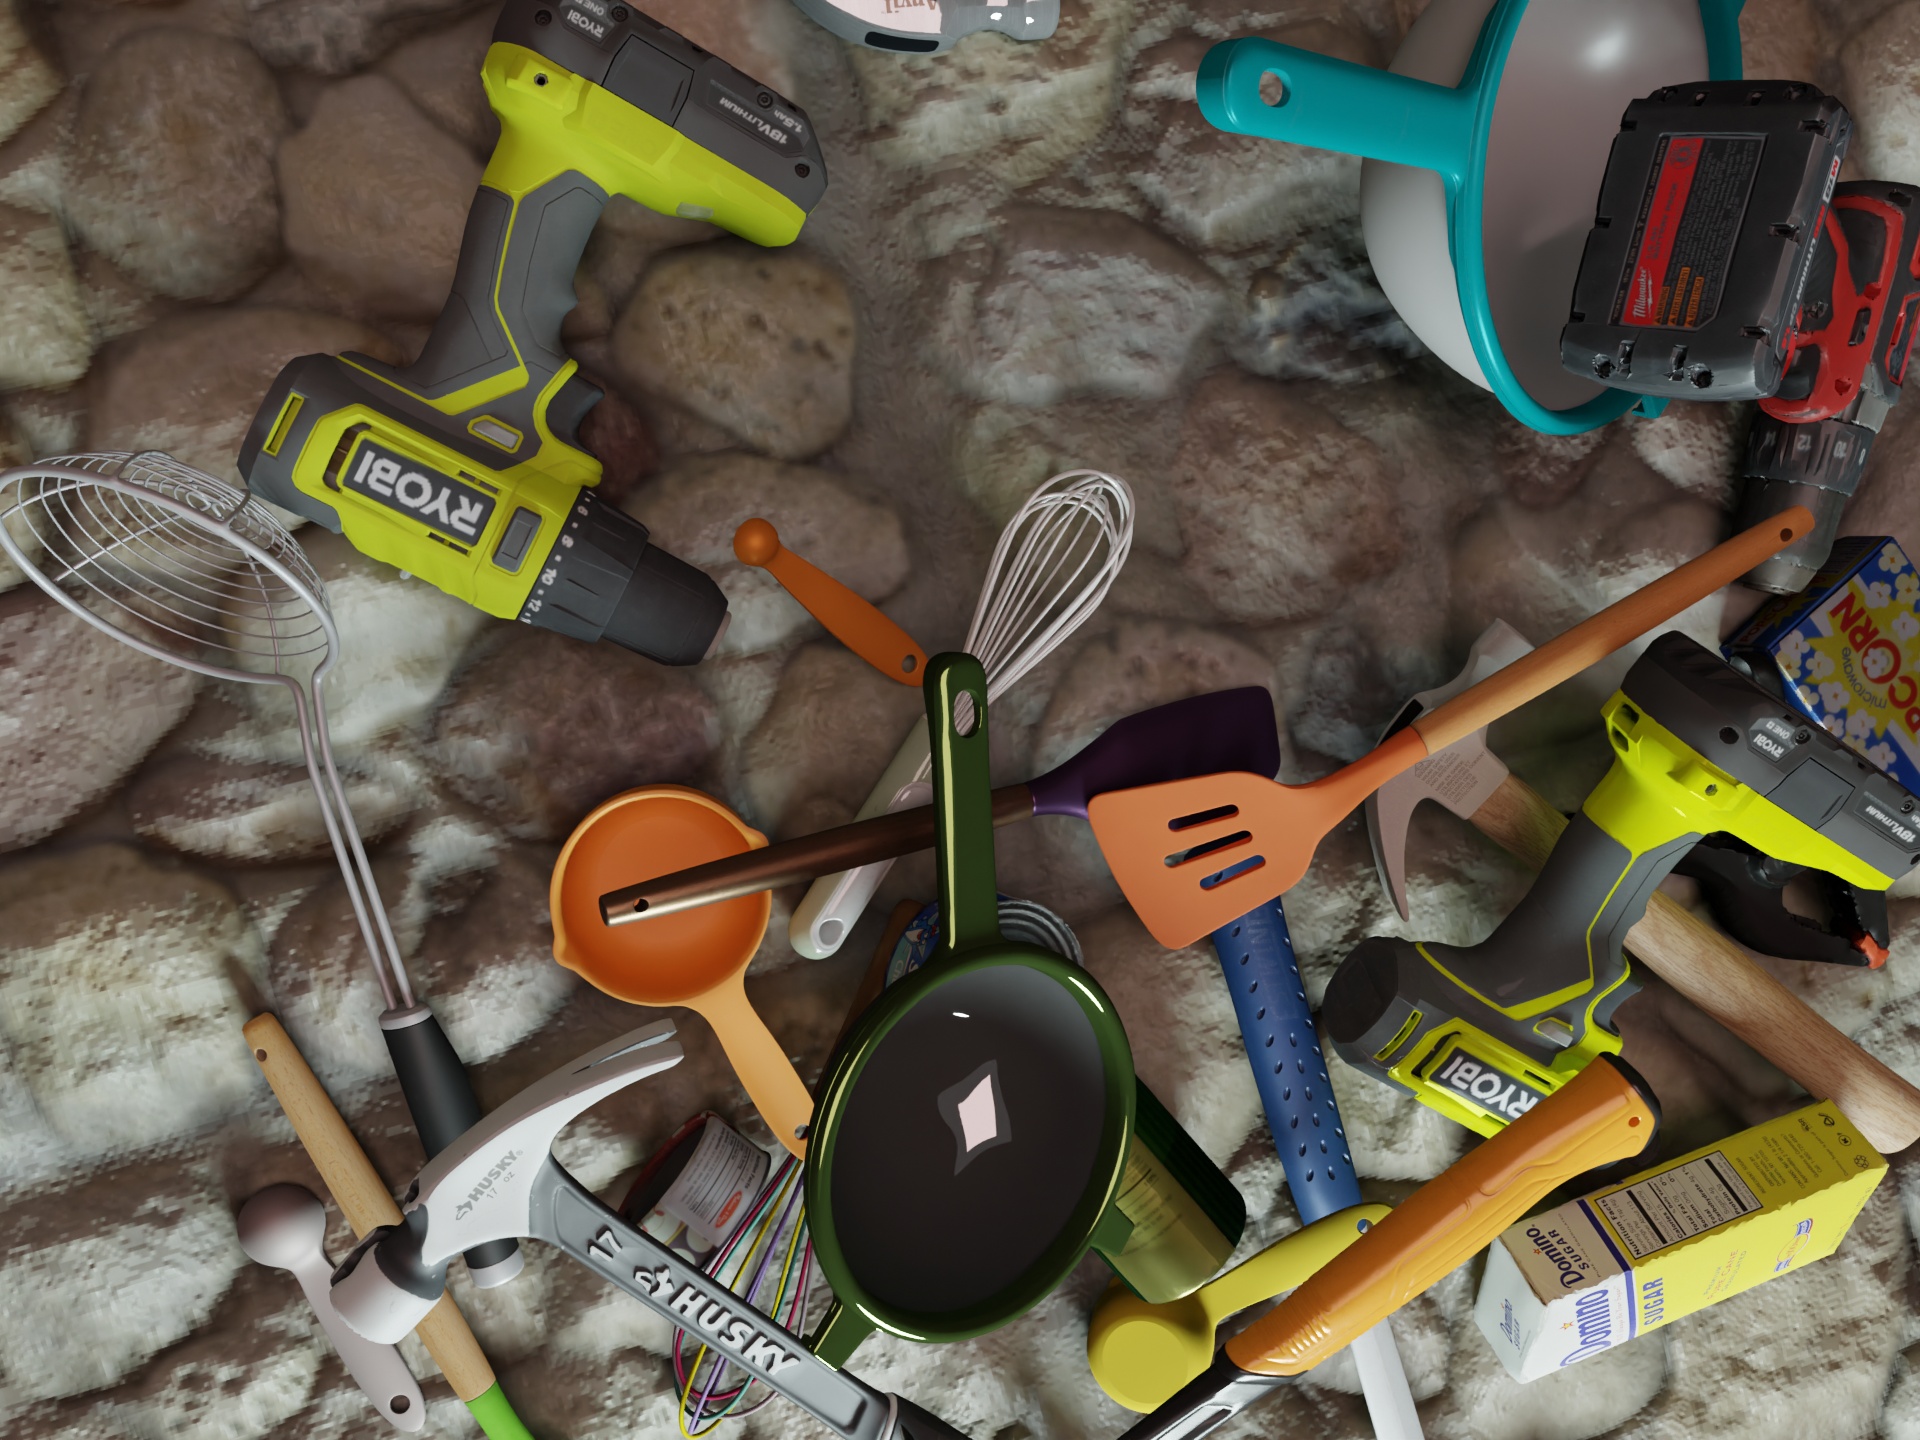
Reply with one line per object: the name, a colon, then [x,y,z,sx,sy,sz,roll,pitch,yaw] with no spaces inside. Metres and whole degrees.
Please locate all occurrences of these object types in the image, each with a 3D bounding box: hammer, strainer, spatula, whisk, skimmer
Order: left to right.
skimmer: [-0.258,0.071,0.614,0.127,0.090,0.363,-8,103,34]
whisk: [-0.065,0.192,0.688,0.047,0.051,0.245,27,84,-32]
hammer: [-0.045,-0.443,0.649,0.128,0.033,0.331,-10,95,-11]
hammer: [-0.042,0.275,0.649,0.149,0.036,0.408,-47,115,-1]
strainer: [-0.011,0.101,0.603,0.151,0.069,0.256,-8,99,-36]
whisk: [-0.001,-0.002,0.681,0.057,0.059,0.246,32,92,-39]
spatula: [0.005,0.042,0.666,0.316,0.018,0.059,-13,99,-24]
hammer: [0.137,0.241,0.646,0.337,0.034,0.127,-37,115,1]
hammer: [0.173,0.249,0.734,0.144,0.035,0.405,-19,97,-9]
strainer: [0.185,-0.224,0.627,0.340,0.095,0.211,-7,109,-39]
spatula: [0.210,-0.006,0.669,0.322,0.041,0.081,-30,104,0]
hammer: [0.322,0.100,0.734,0.331,0.031,0.130,37,105,-11]

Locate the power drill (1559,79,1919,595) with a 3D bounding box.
power drill: [0.344,-0.155,0.679,0.226,0.080,0.188,4,101,-46]

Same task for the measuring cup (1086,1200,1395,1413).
measuring cup: [0.123,0.254,0.698,0.156,0.029,0.062,-35,87,17]

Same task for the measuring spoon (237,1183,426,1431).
measuring spoon: [-0.259,0.249,0.662,0.034,0.018,0.124,-31,99,-7]

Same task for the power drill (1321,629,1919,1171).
power drill: [0.286,0.090,0.676,0.171,0.080,0.223,29,109,-16]

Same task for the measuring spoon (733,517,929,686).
measuring spoon: [-0.049,-0.046,0.661,0.116,0.011,0.021,38,80,-36]

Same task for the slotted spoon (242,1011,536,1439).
slotted spoon: [-0.212,0.258,0.665,0.070,0.031,0.313,-27,96,19]

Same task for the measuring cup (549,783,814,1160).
measuring cup: [-0.104,0.106,0.665,0.095,0.052,0.173,-30,100,-7]

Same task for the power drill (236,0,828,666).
power drill: [-0.145,-0.147,0.629,0.190,0.080,0.228,26,91,-16]
